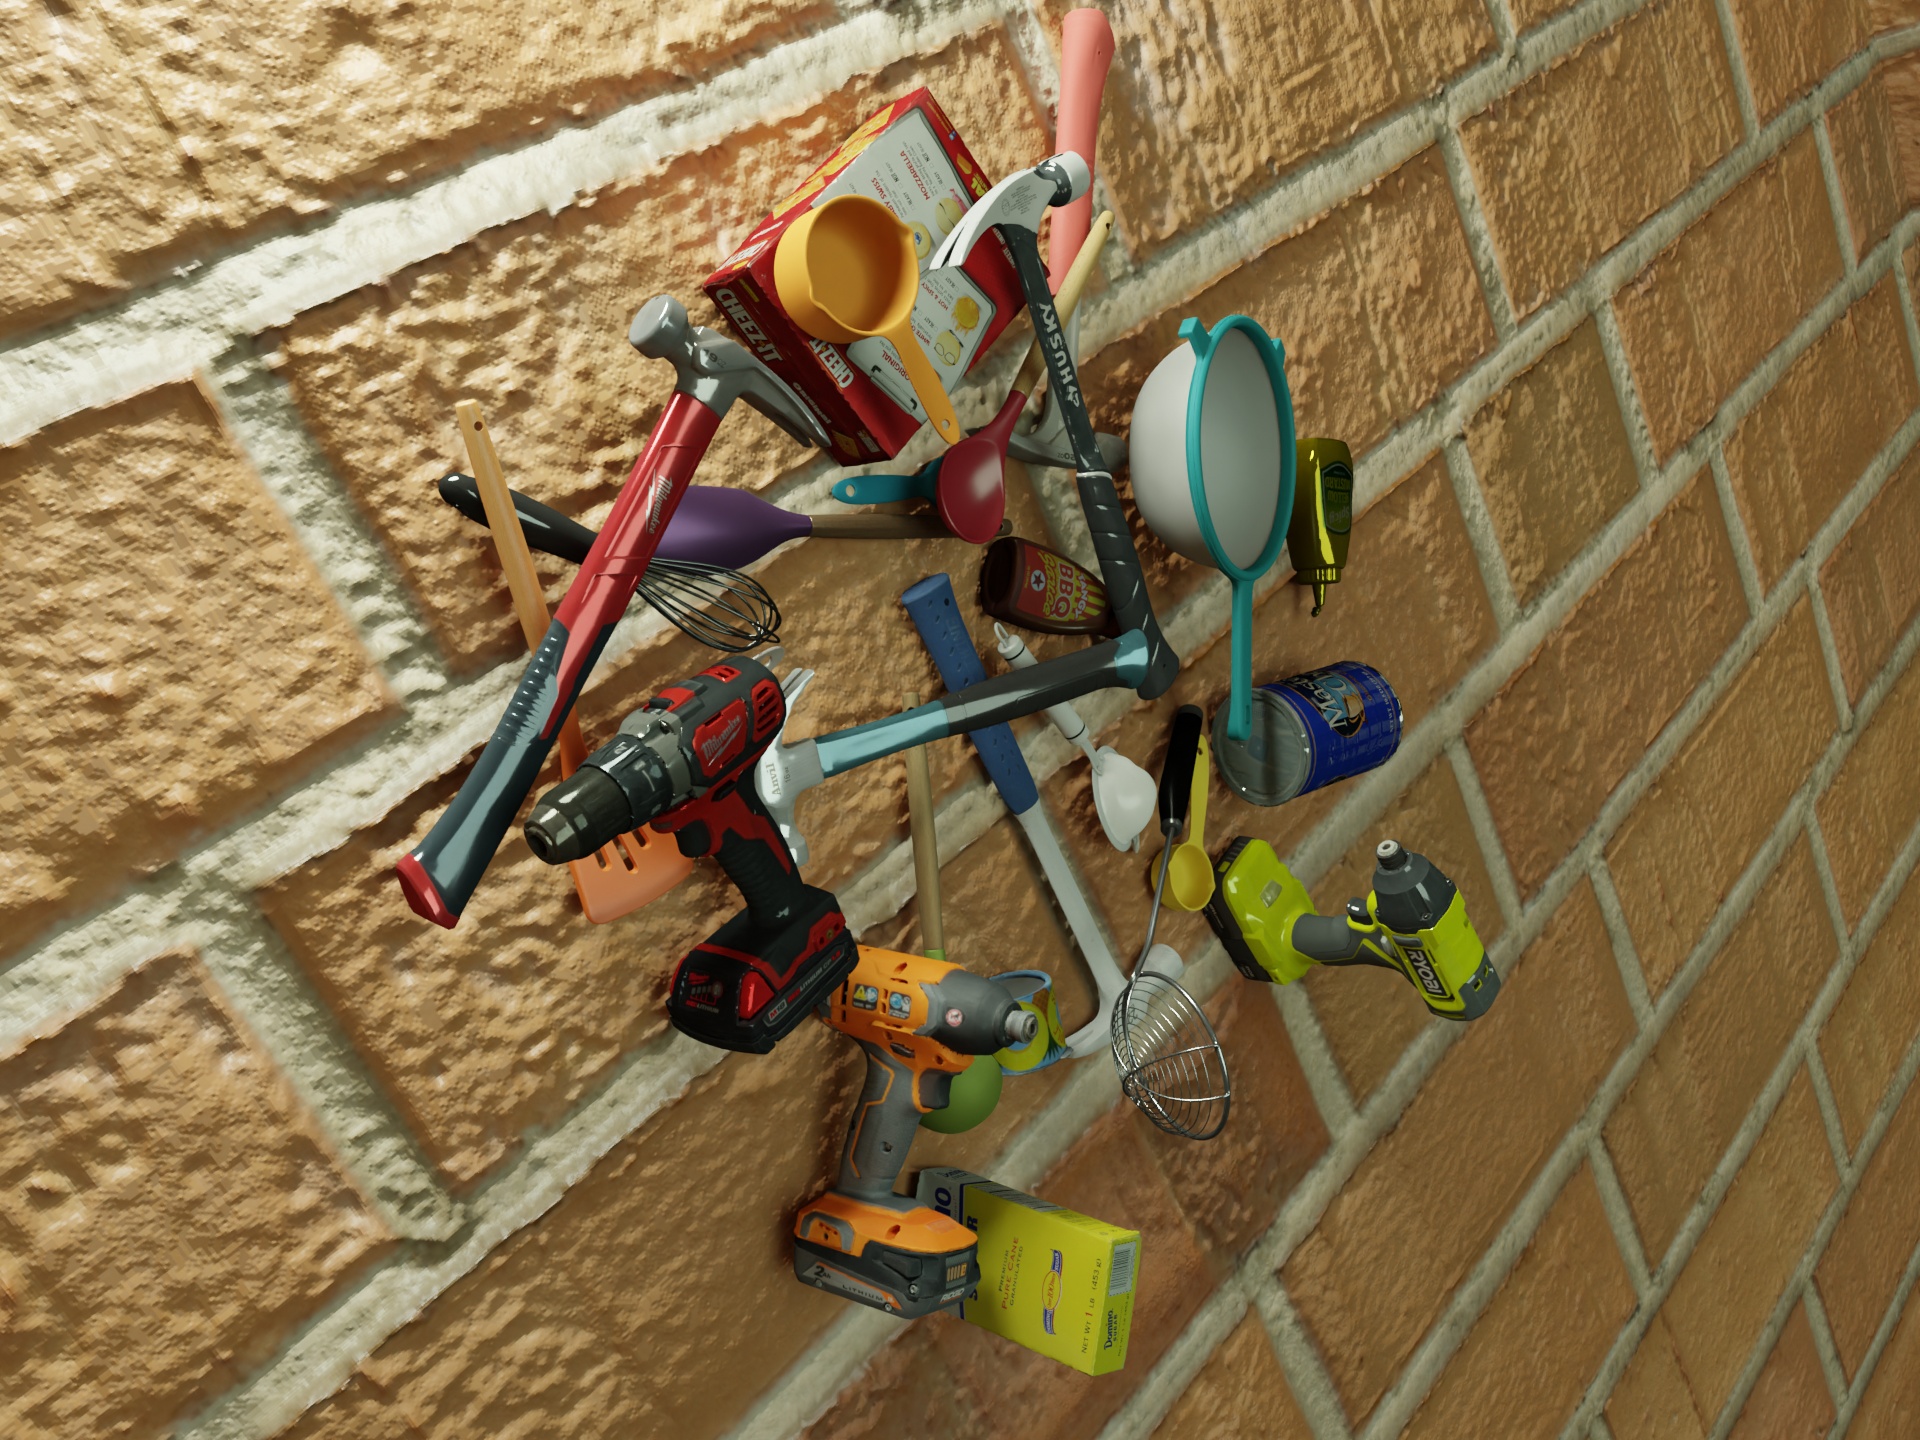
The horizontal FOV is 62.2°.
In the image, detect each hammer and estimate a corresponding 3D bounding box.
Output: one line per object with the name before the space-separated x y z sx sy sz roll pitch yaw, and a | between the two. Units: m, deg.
hammer | 0.079 -0.380 1.246 0.149 0.037 0.359 6 87 -40
hammer | 0.052 0.077 1.221 0.144 0.035 0.405 -39 114 -33
hammer | -0.002 -0.004 1.138 0.331 0.033 0.128 -18 103 -26
hammer | -0.210 -0.052 0.944 0.143 0.038 0.386 35 73 -37
hammer | 0.091 -0.197 1.180 0.149 0.036 0.408 -37 119 -34

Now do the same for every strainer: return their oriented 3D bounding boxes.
strainer | 0.195 -0.154 1.301 0.211 0.095 0.340 -12 103 -57
strainer | 0.096 0.016 1.240 0.258 0.050 0.087 51 35 -31

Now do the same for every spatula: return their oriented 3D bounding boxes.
spatula | -0.243 -0.034 0.958 0.081 0.041 0.322 -29 117 -36
spatula | -0.086 -0.134 1.118 0.315 0.018 0.060 -6 97 -39

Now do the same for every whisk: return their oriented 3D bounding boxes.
whisk | -0.213 -0.098 0.995 0.238 0.055 0.055 24 75 -32

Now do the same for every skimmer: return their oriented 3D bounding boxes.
skimmer | 0.183 0.145 1.249 0.090 0.127 0.364 20 54 -5

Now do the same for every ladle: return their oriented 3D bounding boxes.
ladle | 0.053 -0.263 1.187 0.069 0.031 0.315 41 64 -35
ladle | -0.020 0.140 1.159 0.078 0.062 0.320 -6 84 5

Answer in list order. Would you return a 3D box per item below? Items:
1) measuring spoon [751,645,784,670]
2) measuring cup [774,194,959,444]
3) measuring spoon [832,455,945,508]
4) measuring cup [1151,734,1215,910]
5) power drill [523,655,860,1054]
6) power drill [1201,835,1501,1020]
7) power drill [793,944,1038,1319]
measuring spoon | -0.167 -0.015 1.034 0.124 0.018 0.034 -36 143 -20
measuring cup | -0.056 -0.252 1.033 0.095 0.052 0.173 -44 118 -29
measuring spoon | -0.037 -0.170 1.156 0.128 0.021 0.042 -12 97 -40
measuring cup | 0.191 0.087 1.351 0.062 0.029 0.157 26 62 -37
power drill | -0.161 0.094 0.974 0.188 0.080 0.226 -40 125 -42
power drill | 0.316 0.161 1.318 0.080 0.223 0.171 -48 118 -30
power drill | -0.029 0.274 1.070 0.084 0.164 0.226 10 85 -56
